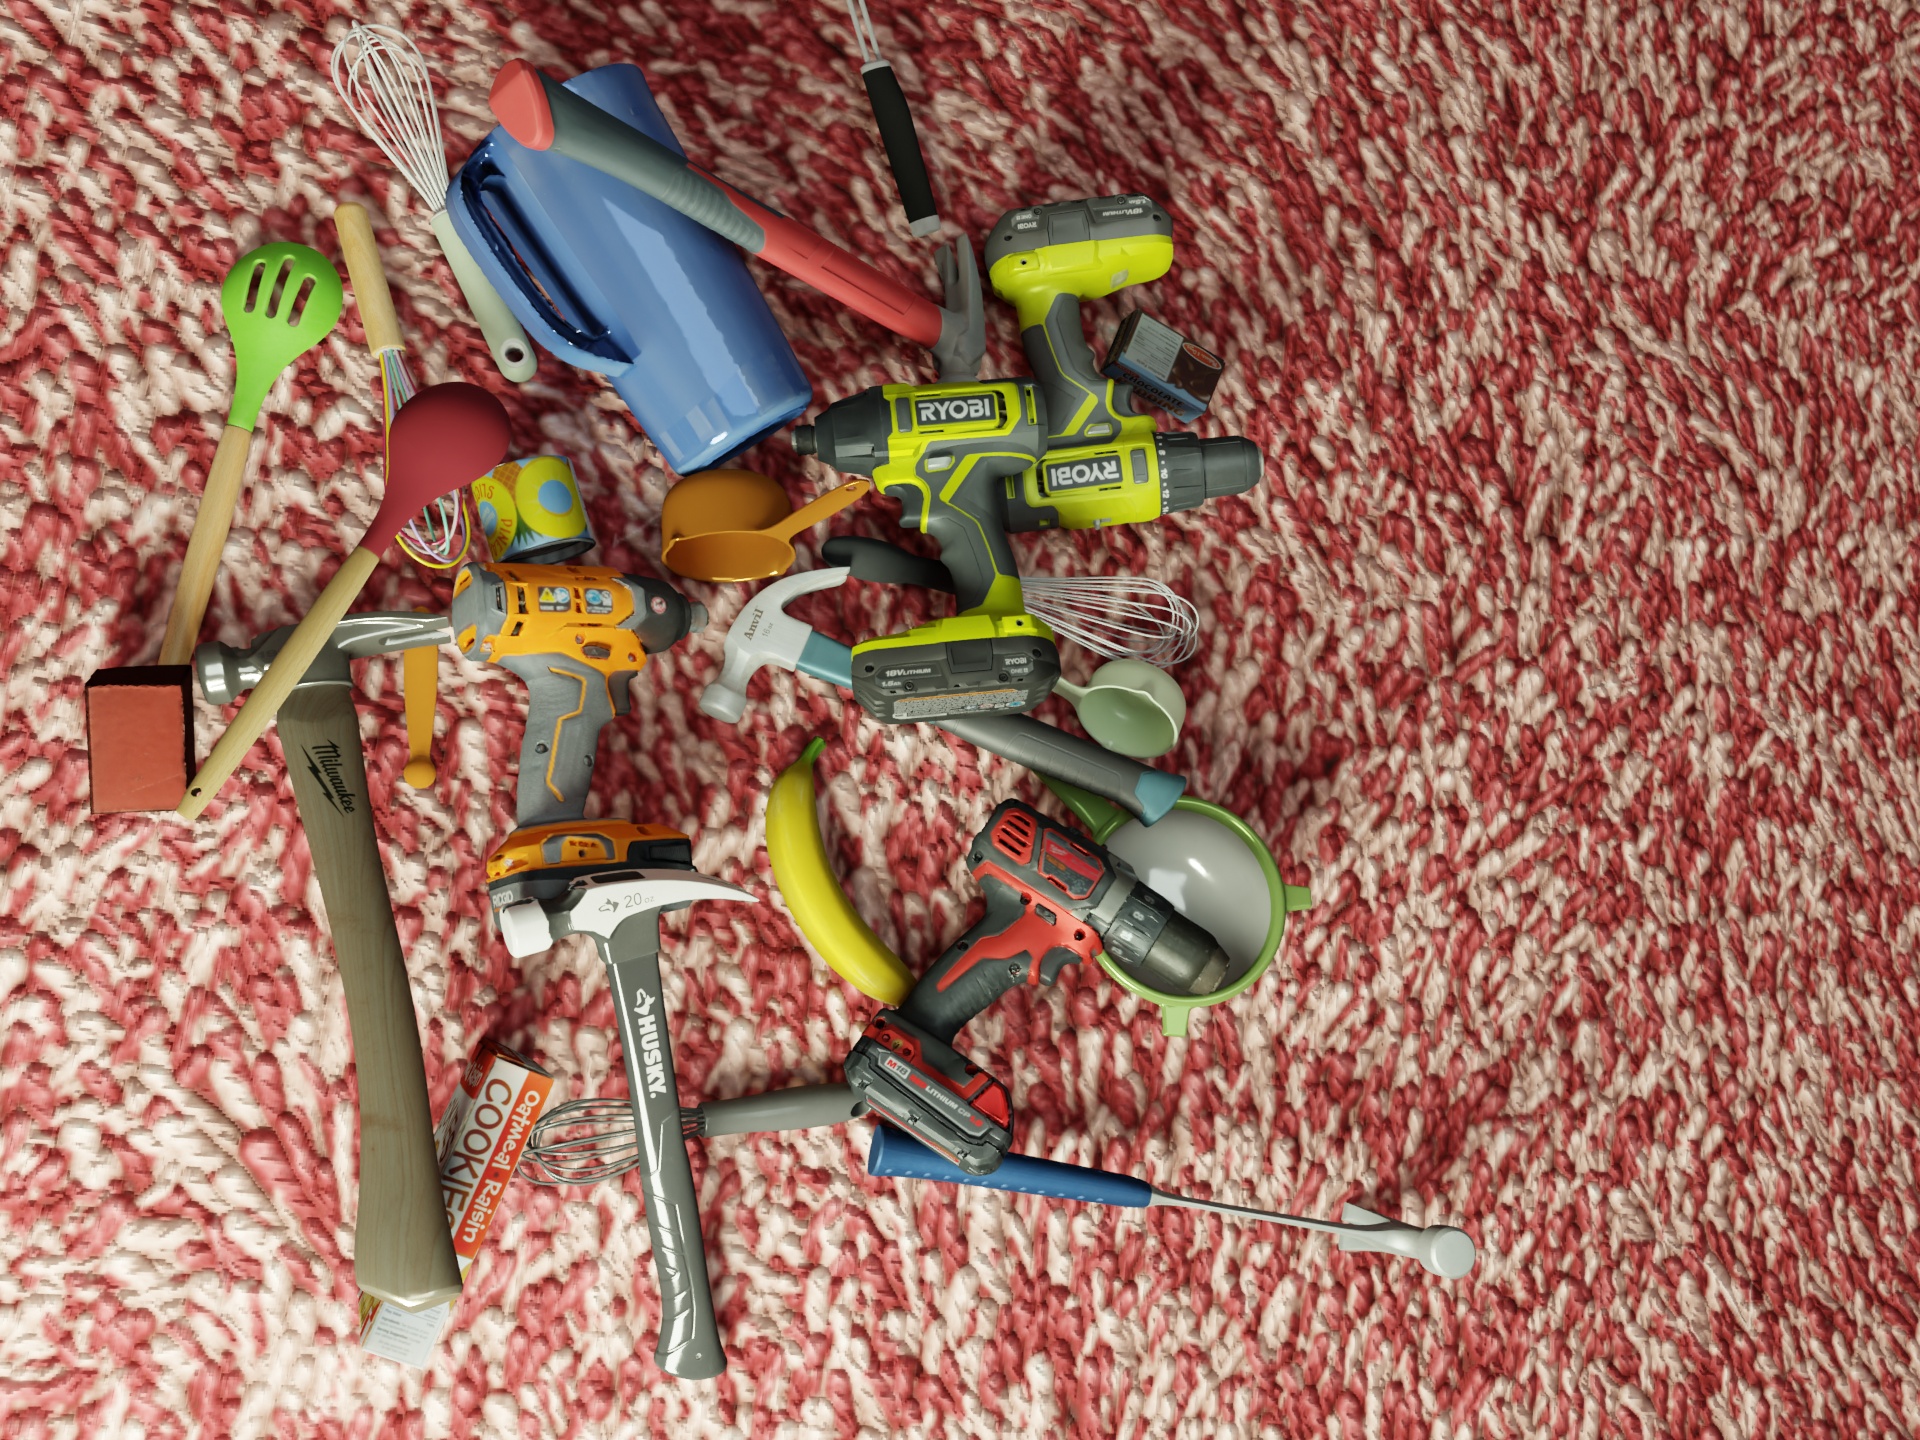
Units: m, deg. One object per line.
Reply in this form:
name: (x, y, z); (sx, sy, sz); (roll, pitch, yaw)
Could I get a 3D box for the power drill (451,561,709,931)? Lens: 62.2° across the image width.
power drill: (-0.227, 0.012, 1.006); (0.164, 0.084, 0.226); (-2, 80, -35)

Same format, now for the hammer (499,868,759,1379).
hammer: (-0.178, 0.250, 0.967); (0.146, 0.035, 0.334); (-13, 105, -27)

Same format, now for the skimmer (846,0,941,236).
skimmer: (-0.091, -0.528, 1.158); (0.127, 0.090, 0.363); (-23, 101, -24)

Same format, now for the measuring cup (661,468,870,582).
measuring cup: (-0.123, -0.142, 1.025); (0.095, 0.173, 0.052); (13, 64, -47)

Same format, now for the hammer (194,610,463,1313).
hammer: (-0.329, 0.121, 0.904); (0.146, 0.038, 0.411); (-12, 66, -18)

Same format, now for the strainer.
strainer: (0.114, 0.096, 1.143); (0.151, 0.069, 0.256); (-41, 81, -19)

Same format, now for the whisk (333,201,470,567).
whisk: (-0.361, -0.214, 1.010); (0.047, 0.051, 0.245); (-15, 86, -16)

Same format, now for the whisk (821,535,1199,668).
whisk: (0.039, -0.092, 1.138); (0.284, 0.070, 0.070); (12, 79, -13)

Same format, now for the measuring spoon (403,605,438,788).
measuring spoon: (-0.342, -0.015, 1.006); (0.021, 0.011, 0.117); (1, 83, -20)

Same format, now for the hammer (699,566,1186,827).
hammer: (-0.002, -0.003, 1.092); (0.331, 0.033, 0.128); (22, 73, -6)

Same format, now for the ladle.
ladle: (-0.366, -0.079, 0.940); (0.069, 0.031, 0.315); (28, 72, -1)

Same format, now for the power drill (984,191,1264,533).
power drill: (0.111, -0.253, 1.146); (0.190, 0.080, 0.228); (-7, 84, 3)

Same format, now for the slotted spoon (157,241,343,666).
slotted spoon: (-0.448, -0.154, 0.978); (0.070, 0.031, 0.314); (14, 80, -13)

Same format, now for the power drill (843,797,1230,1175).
power drill: (0.050, 0.183, 1.036); (0.188, 0.080, 0.227); (32, 72, 9)

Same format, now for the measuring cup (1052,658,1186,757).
measuring cup: (0.086, -0.033, 1.148); (0.167, 0.083, 0.038); (29, 56, 2)

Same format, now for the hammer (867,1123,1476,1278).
hammer: (0.136, 0.329, 1.097); (0.405, 0.144, 0.035); (12, 77, -10)

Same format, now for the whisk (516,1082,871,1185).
whisk: (-0.165, 0.260, 1.021); (0.239, 0.055, 0.055); (-2, 84, -25)

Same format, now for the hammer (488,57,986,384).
hammer: (-0.122, -0.323, 1.016); (0.386, 0.038, 0.143); (18, 61, -45)

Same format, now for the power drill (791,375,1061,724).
power drill: (-0.020, -0.116, 1.057); (0.171, 0.080, 0.223); (-5, 75, -3)

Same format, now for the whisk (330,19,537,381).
whisk: (-0.337, -0.335, 1.033); (0.058, 0.059, 0.246); (-26, 98, -14)
